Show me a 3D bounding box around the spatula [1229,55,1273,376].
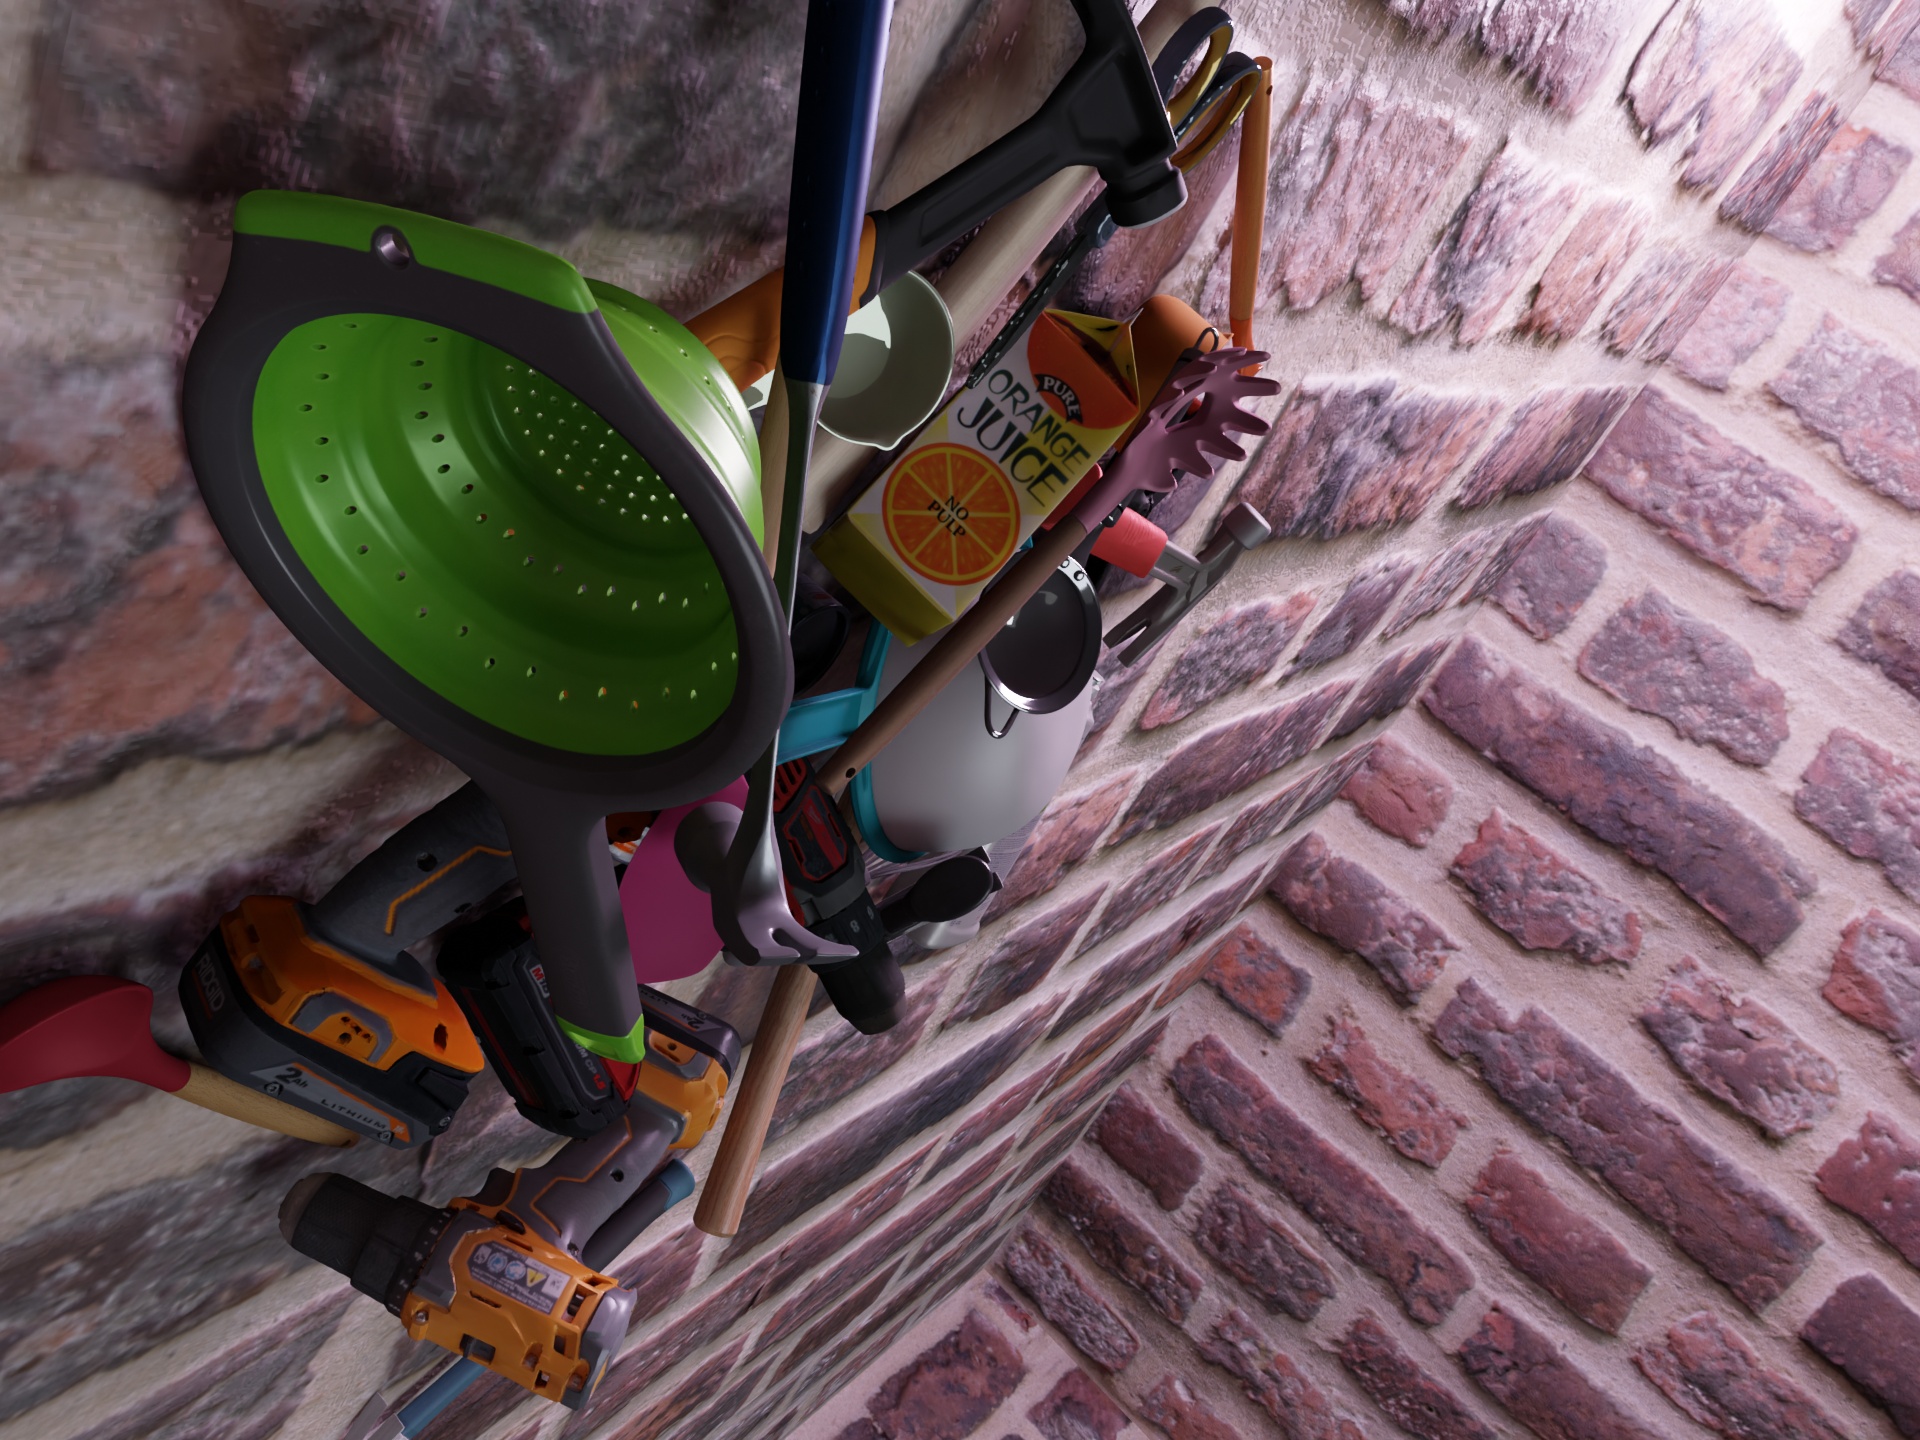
[{"bbox_3d":[0.167,-0.273,0.979,0.081,0.041,0.322,-43,155,-17],"label":"spatula"}]

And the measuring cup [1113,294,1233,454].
[{"bbox_3d":[0.111,-0.210,0.949,0.095,0.052,0.174,-48,-177,16],"label":"measuring cup"}]

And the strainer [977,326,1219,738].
[{"bbox_3d":[0.071,-0.103,0.837,0.086,0.050,0.258,40,77,-33],"label":"strainer"}]

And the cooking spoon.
[{"bbox_3d":[-0.092,-0.027,0.648,0.068,0.017,0.318,-3,119,-38],"label":"cooking spoon"}]

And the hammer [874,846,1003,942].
[{"bbox_3d":[-0.020,0.115,1.019,0.146,0.035,0.334,-26,175,-12],"label":"hammer"}]

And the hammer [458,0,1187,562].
[{"bbox_3d":[-0.059,-0.174,0.621,0.337,0.034,0.127,-38,125,-12],"label":"hammer"}]

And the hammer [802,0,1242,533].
[{"bbox_3d":[0.051,-0.253,0.750,0.410,0.038,0.146,-50,162,4],"label":"hammer"}]

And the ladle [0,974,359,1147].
[{"bbox_3d":[-0.336,0.164,0.711,0.069,0.031,0.315,-35,159,-11],"label":"ladle"}]

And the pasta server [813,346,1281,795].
[{"bbox_3d":[0.045,-0.076,0.784,0.316,0.040,0.060,-46,135,-16],"label":"pasta server"}]

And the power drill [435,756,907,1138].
[{"bbox_3d":[-0.139,0.130,0.854,0.227,0.188,0.080,-34,-166,-33],"label":"power drill"}]

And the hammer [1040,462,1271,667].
[{"bbox_3d":[0.105,-0.107,1.026,0.149,0.037,0.359,-44,163,14],"label":"hammer"}]

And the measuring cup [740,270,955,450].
[{"bbox_3d":[-0.084,-0.145,0.665,0.167,0.038,0.083,-19,119,-21],"label":"measuring cup"}]

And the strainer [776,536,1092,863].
[{"bbox_3d":[-0.001,-0.003,0.868,0.340,0.095,0.211,-18,119,-67],"label":"strainer"}]

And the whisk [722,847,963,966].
[{"bbox_3d":[-0.071,0.112,1.143,0.239,0.055,0.055,-31,154,-31],"label":"whisk"}]

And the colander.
[{"bbox_3d":[-0.134,-0.017,0.570,0.396,0.204,0.095,92,19,-46],"label":"colander"}]

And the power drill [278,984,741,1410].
[{"bbox_3d":[-0.238,0.239,0.873,0.226,0.185,0.084,-65,180,-51],"label":"power drill"}]

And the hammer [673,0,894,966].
[{"bbox_3d":[-0.051,-0.106,0.548,0.035,0.144,0.405,2,107,-23],"label":"hammer"}]

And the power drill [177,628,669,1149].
[{"bbox_3d":[-0.197,0.069,0.686,0.226,0.084,0.164,-49,134,-3],"label":"power drill"}]

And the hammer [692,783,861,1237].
[{"bbox_3d":[-0.097,0.148,0.974,0.130,0.031,0.331,114,-6,-81],"label":"hammer"}]

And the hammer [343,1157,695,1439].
[{"bbox_3d":[-0.342,0.469,1.247,0.331,0.033,0.128,-40,159,-25],"label":"hammer"}]
